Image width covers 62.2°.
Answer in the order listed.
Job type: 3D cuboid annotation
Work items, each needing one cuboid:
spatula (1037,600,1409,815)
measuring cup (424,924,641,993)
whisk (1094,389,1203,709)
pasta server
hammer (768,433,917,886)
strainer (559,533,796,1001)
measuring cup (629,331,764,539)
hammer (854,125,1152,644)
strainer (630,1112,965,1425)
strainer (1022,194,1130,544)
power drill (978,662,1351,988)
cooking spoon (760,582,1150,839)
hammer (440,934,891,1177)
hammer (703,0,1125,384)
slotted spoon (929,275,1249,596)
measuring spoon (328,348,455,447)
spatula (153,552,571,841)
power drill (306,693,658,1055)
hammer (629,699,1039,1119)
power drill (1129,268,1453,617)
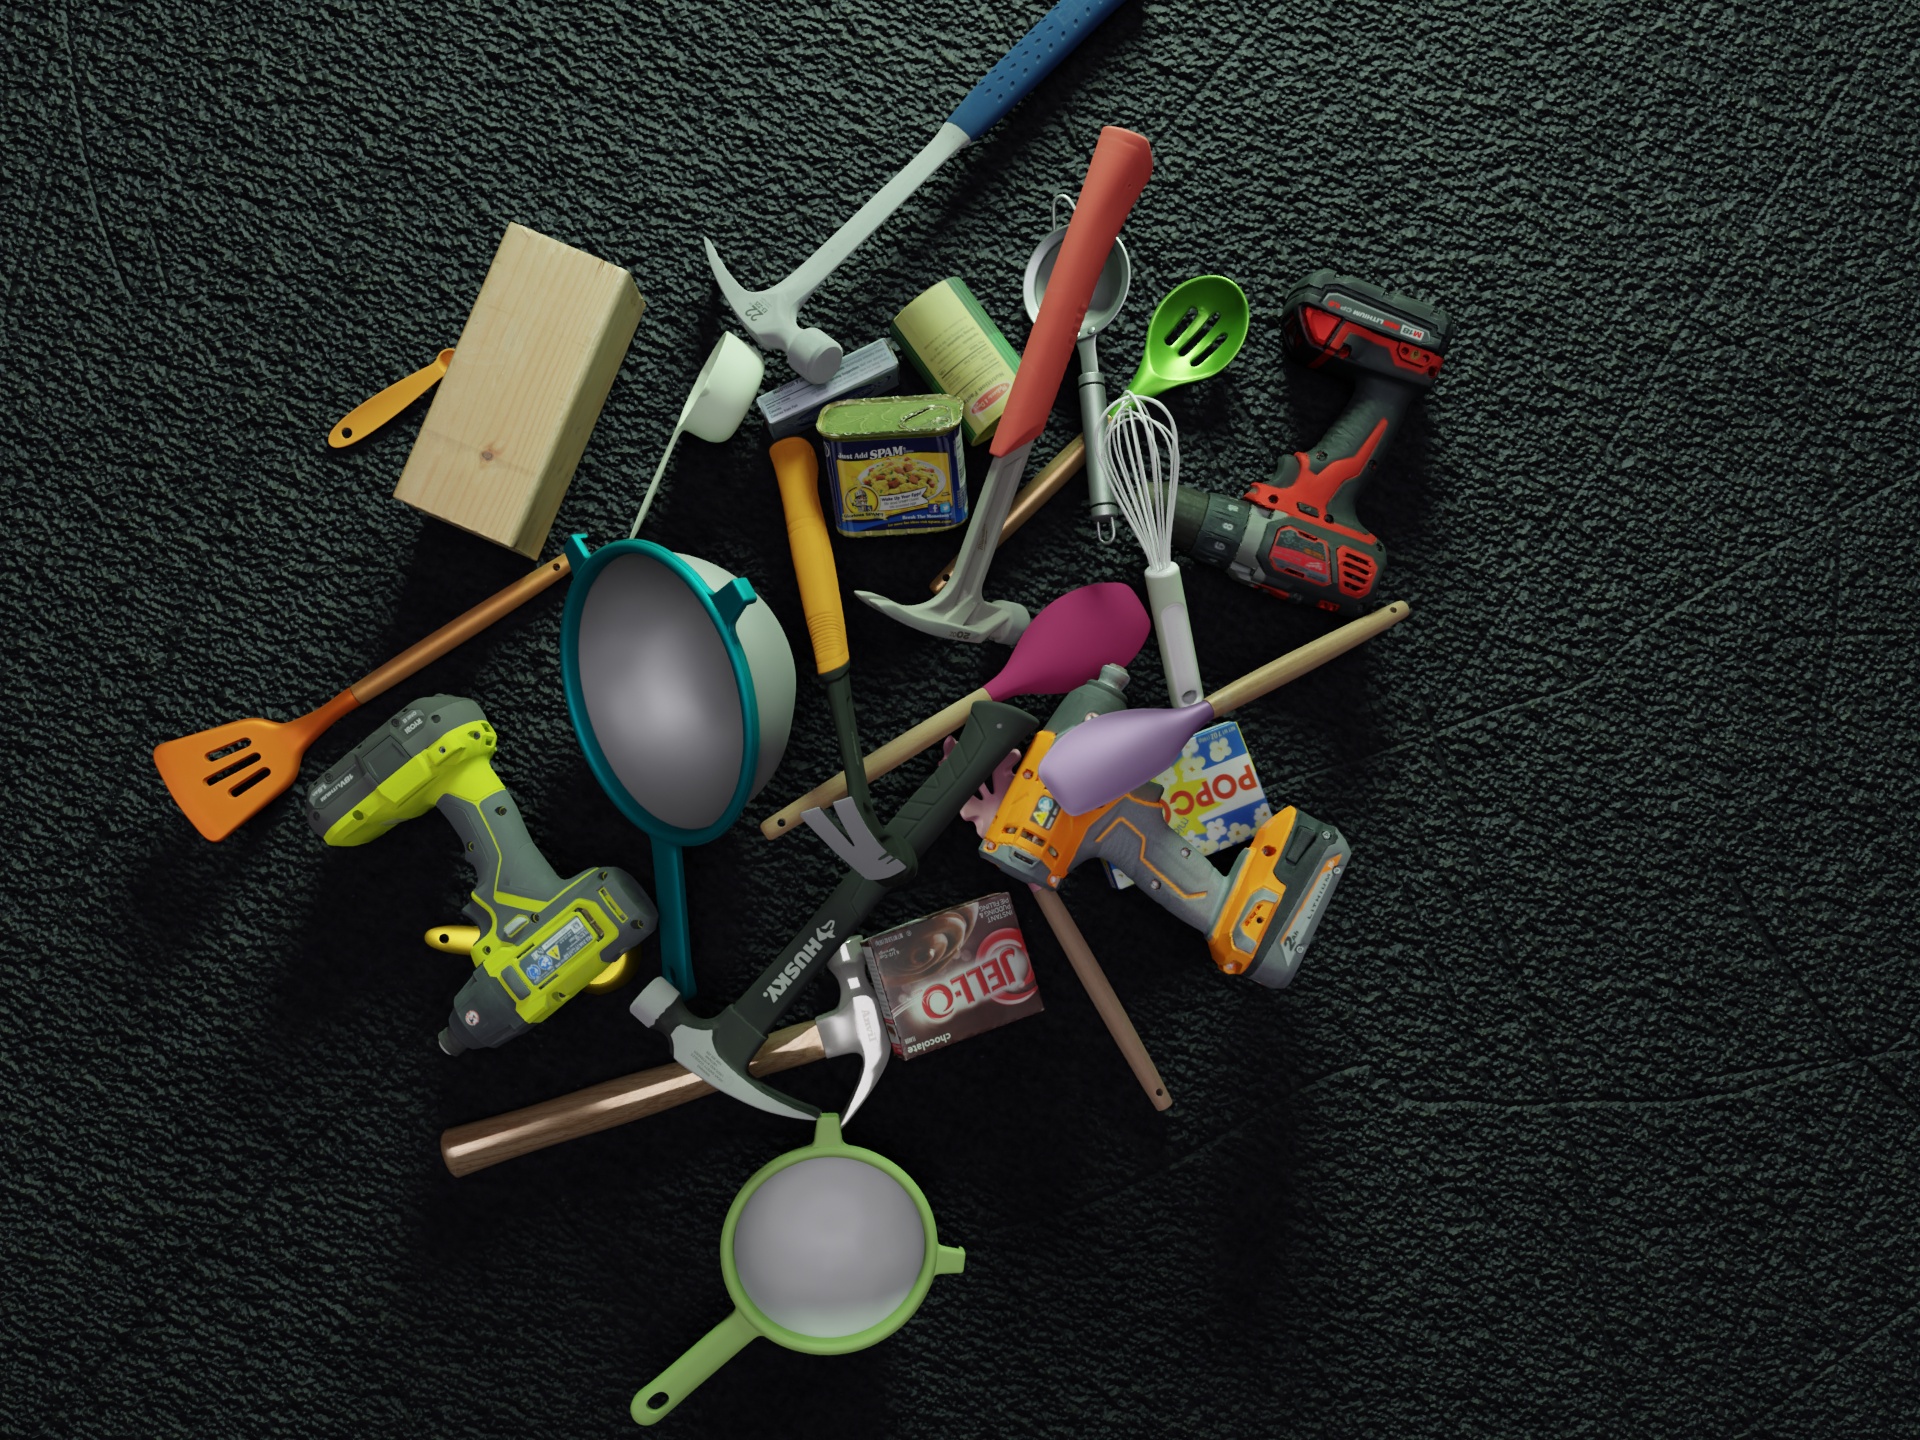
[{"bbox_3d":[0.188,-0.019,1.095,0.316,0.018,0.060,-25,64,-22],"label":"spatula"},{"bbox_3d":[-0.310,0.164,1.145,0.156,0.029,0.062,6,89,-4],"label":"measuring cup"},{"bbox_3d":[0.141,-0.113,1.122,0.058,0.059,0.246,-18,115,-6],"label":"whisk"},{"bbox_3d":[0.074,0.145,1.156,0.060,0.040,0.316,-30,91,-11],"label":"pasta server"},{"bbox_3d":[-0.093,-0.058,1.075,0.034,0.127,0.337,-19,62,11],"label":"hammer"},{"bbox_3d":[-0.179,0.033,1.119,0.211,0.095,0.340,17,117,40],"label":"strainer"},{"bbox_3d":[-0.190,-0.197,1.148,0.038,0.083,0.167,24,105,-18],"label":"measuring cup"},{"bbox_3d":[0.044,-0.227,1.088,0.149,0.037,0.359,10,104,-45],"label":"hammer"},{"bbox_3d":[-0.132,0.399,1.130,0.256,0.069,0.151,-42,97,2],"label":"strainer"},{"bbox_3d":[0.093,-0.250,1.147,0.087,0.050,0.258,-10,78,30],"label":"strainer"},{"bbox_3d":[0.147,0.071,1.101,0.226,0.084,0.164,26,85,3],"label":"power drill"},{"bbox_3d":[-0.002,-0.004,1.124,0.319,0.017,0.069,-31,91,-11],"label":"cooking spoon"},{"bbox_3d":[-0.209,0.266,1.147,0.331,0.031,0.130,-17,89,-2],"label":"hammer"},{"bbox_3d":[-0.014,-0.422,1.152,0.144,0.035,0.405,41,83,23],"label":"hammer"},{"bbox_3d":[0.091,-0.204,1.170,0.314,0.031,0.070,-45,78,0],"label":"slotted spoon"},{"bbox_3d":[-0.412,-0.234,1.163,0.117,0.011,0.021,-34,90,1],"label":"measuring spoon"},{"bbox_3d":[-0.415,-0.031,1.141,0.322,0.041,0.081,-33,89,-3],"label":"spatula"},{"bbox_3d":[-0.343,0.109,1.110,0.171,0.080,0.223,-39,84,1],"label":"power drill"},{"bbox_3d":[-0.063,0.120,1.091,0.146,0.035,0.335,41,87,3],"label":"hammer"},{"bbox_3d":[0.240,-0.204,1.153,0.188,0.080,0.227,19,91,-1],"label":"power drill"}]
